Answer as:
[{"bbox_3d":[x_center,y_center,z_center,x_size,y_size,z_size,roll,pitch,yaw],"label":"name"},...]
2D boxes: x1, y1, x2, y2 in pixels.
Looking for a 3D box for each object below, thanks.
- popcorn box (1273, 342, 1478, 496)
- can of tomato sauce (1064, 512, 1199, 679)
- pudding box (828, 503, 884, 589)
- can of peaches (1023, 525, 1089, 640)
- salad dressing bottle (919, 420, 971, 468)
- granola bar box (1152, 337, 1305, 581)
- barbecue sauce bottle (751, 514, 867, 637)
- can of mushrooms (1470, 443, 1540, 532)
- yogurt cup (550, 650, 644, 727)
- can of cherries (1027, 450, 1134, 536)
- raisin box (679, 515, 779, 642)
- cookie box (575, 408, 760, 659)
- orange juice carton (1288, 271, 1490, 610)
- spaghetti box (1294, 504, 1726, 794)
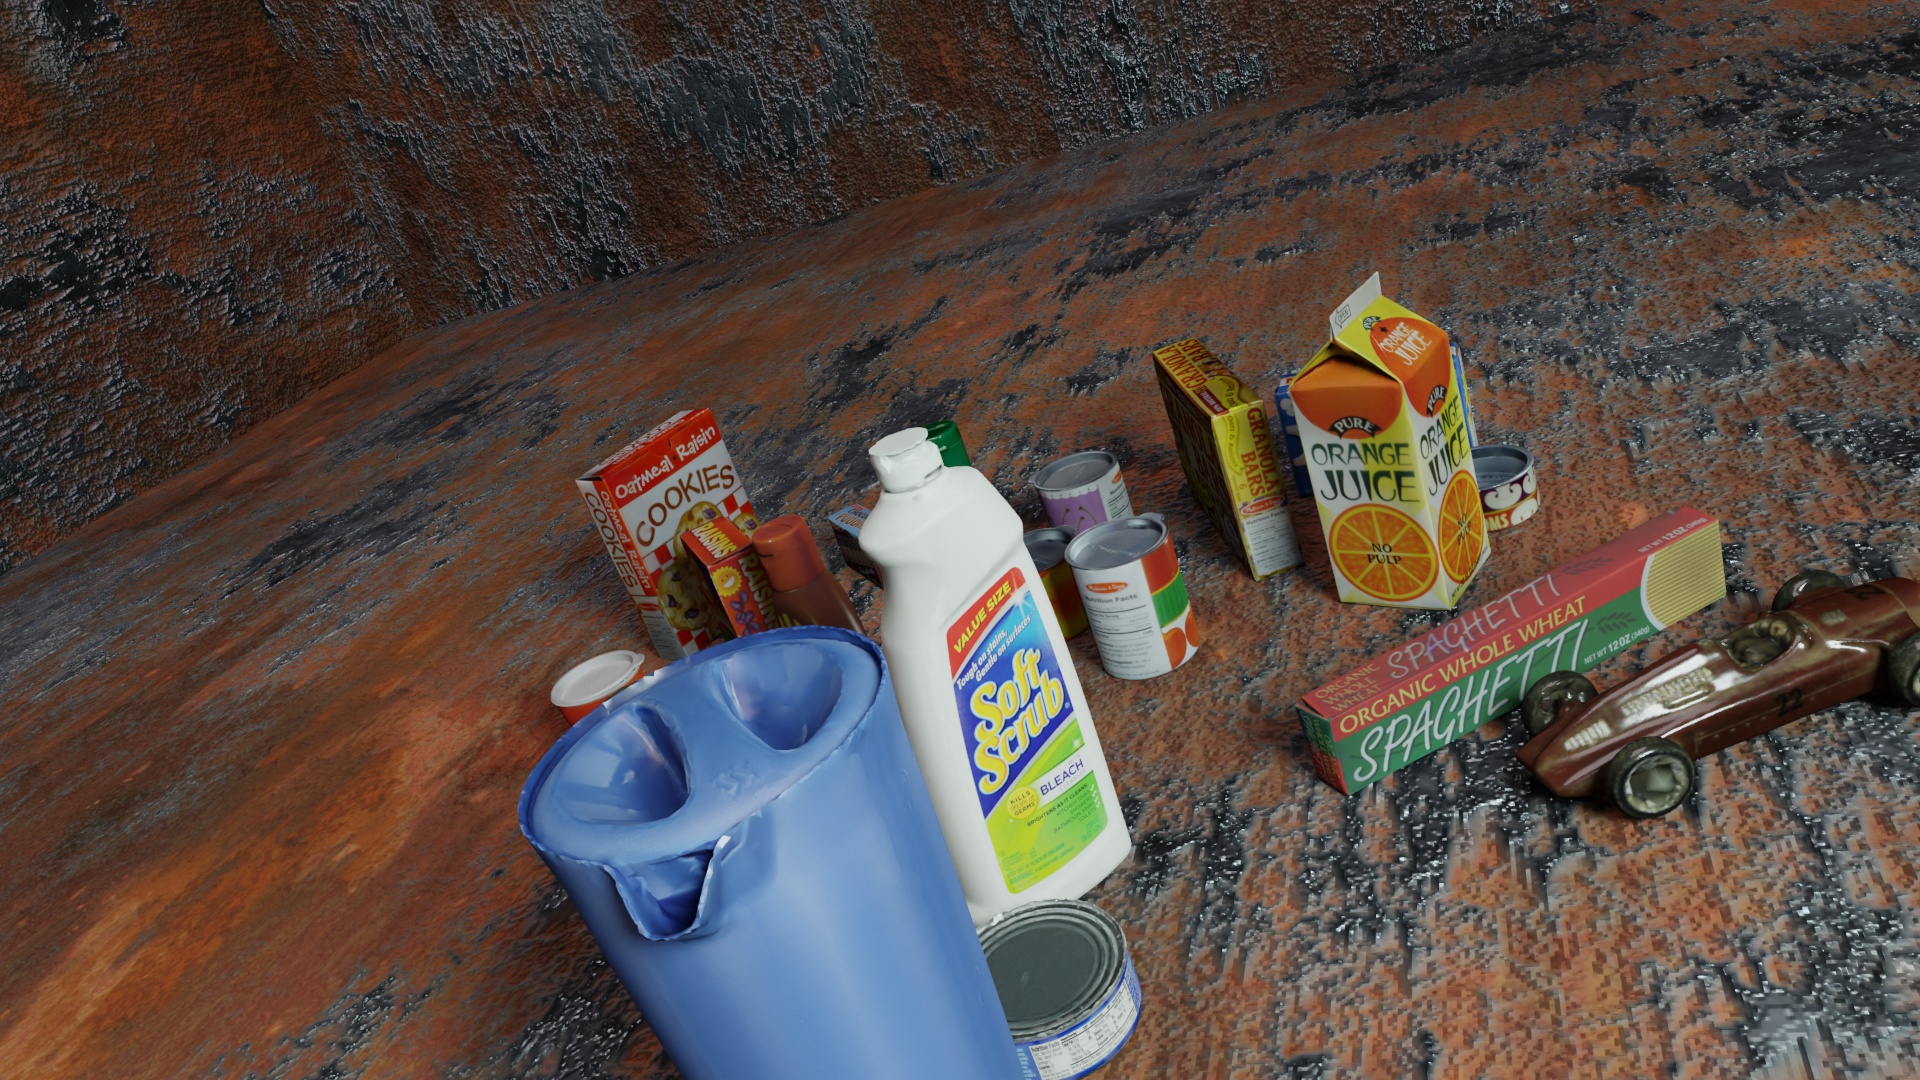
[{"bbox_3d":[0.297,-0.085,0.991,0.126,0.085,0.038,-9,25,24],"label":"popcorn box"},{"bbox_3d":[0.110,0.035,0.876,0.071,0.082,0.071,-17,23,7],"label":"can of tomato sauce"},{"bbox_3d":[-0.074,0.004,1.134,0.030,0.049,0.084,-28,24,-18],"label":"pudding box"},{"bbox_3d":[0.059,0.031,0.957,0.071,0.058,0.071,-17,23,7],"label":"can of peaches"},{"bbox_3d":[0.004,-0.012,0.983,0.064,0.147,0.044,-21,23,-4],"label":"salad dressing bottle"},{"bbox_3d":[0.185,-0.061,0.978,0.039,0.123,0.166,-19,23,2],"label":"granola bar box"},{"bbox_3d":[-0.093,0.055,0.909,0.065,0.148,0.044,4,33,45],"label":"barbecue sauce bottle"},{"bbox_3d":[0.341,-0.033,0.907,0.071,0.033,0.071,-17,23,7],"label":"can of mushrooms"},{"bbox_3d":[-0.257,0.120,1.015,0.072,0.053,0.073,-17,23,7],"label":"yogurt cup"},{"bbox_3d":[0.093,-0.029,1.062,0.071,0.058,0.072,-17,23,7],"label":"can of cherries"},{"bbox_3d":[-0.153,0.051,0.997,0.040,0.123,0.086,-26,24,-15],"label":"raisin box"},{"bbox_3d":[-0.223,-0.006,1.125,0.040,0.166,0.123,-1,29,38],"label":"cookie box"},{"bbox_3d":[0.254,-0.059,0.829,0.073,0.192,0.072,2,31,42],"label":"orange juice carton"},{"bbox_3d":[0.292,0.056,0.728,0.250,0.050,0.029,-25,23,-11],"label":"spaghetti box"}]
